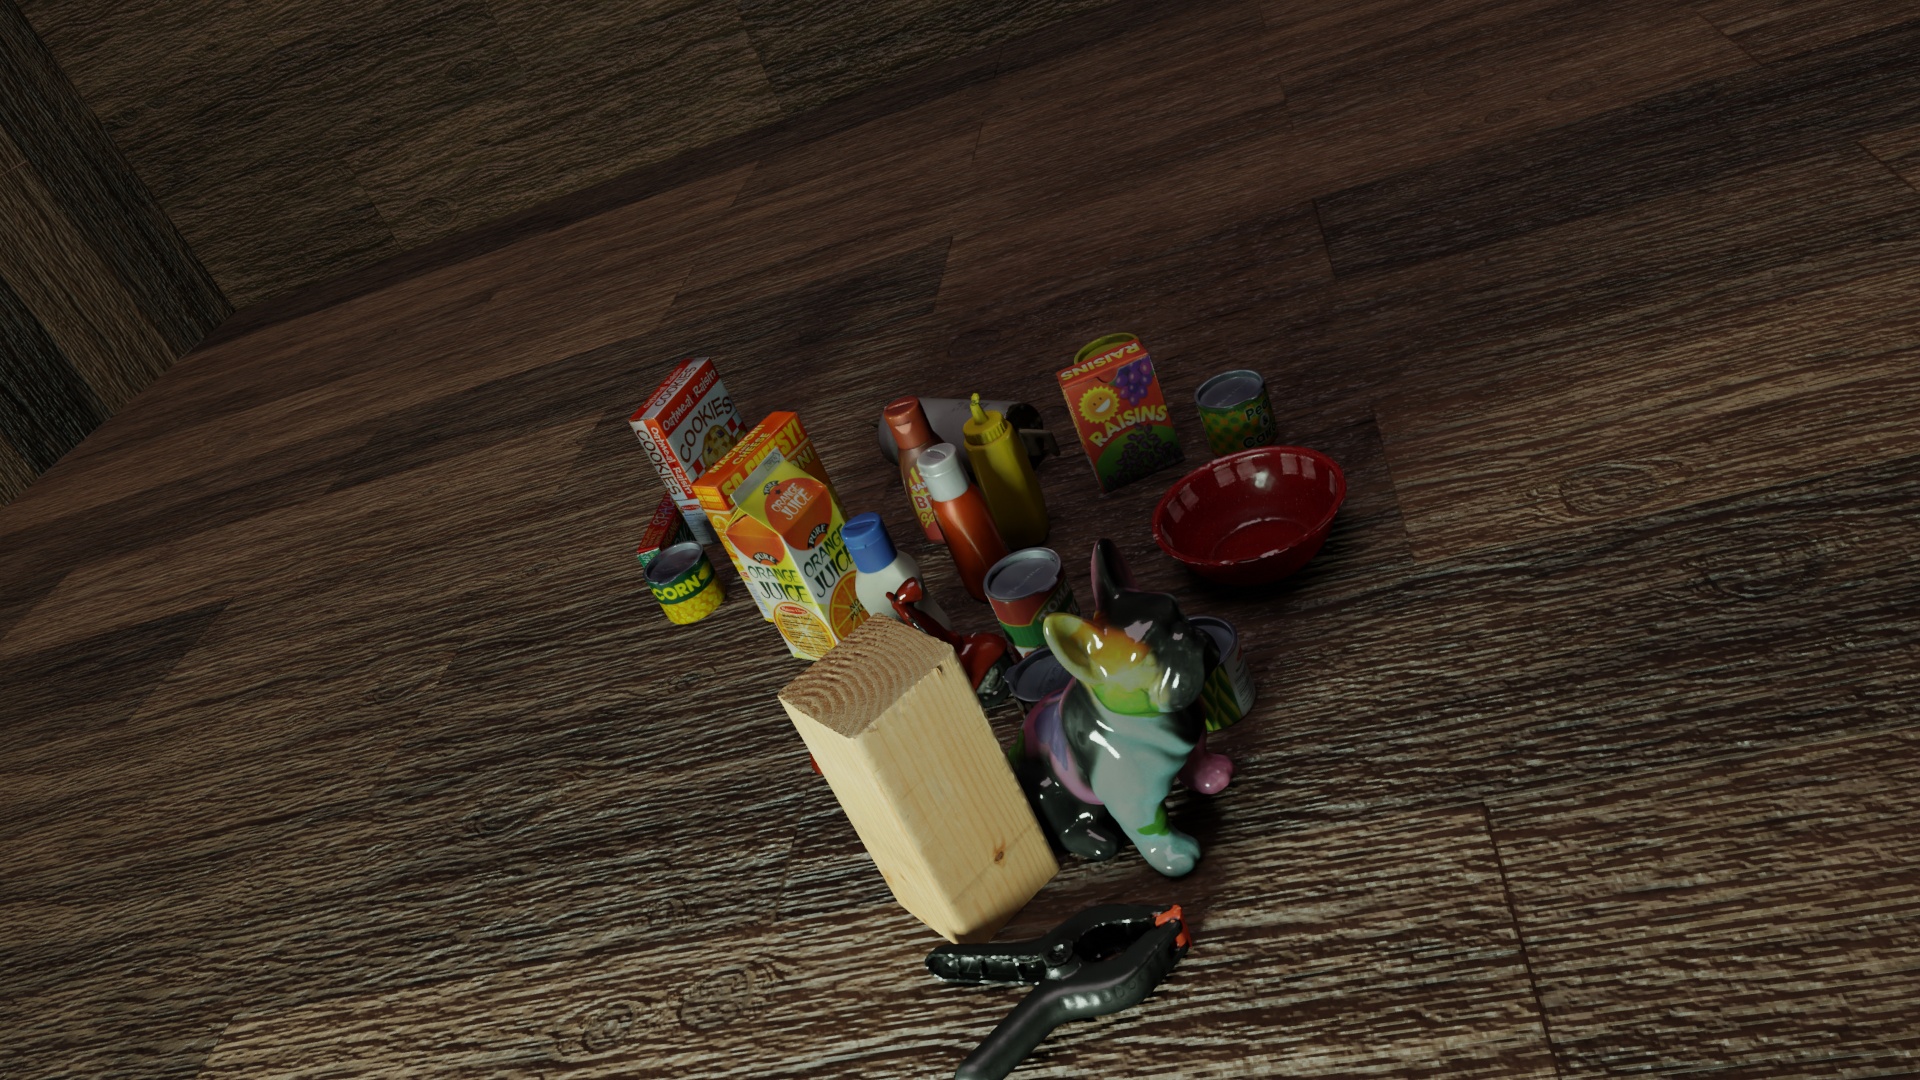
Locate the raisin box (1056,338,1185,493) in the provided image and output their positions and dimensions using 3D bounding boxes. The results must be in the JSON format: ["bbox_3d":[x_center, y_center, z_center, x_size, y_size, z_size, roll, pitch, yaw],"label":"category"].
[{"bbox_3d":[0.150,-0.116,1.303,0.086,0.123,0.040,-22,31,3],"label":"raisin box"}]

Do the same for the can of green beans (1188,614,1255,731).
[{"bbox_3d":[0.178,0.098,1.021,0.071,0.057,0.071,-17,32,11],"label":"can of green beans"}]

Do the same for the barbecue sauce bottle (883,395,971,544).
[{"bbox_3d":[-0.029,-0.067,1.326,0.065,0.148,0.044,-14,32,17],"label":"barbecue sauce bottle"}]

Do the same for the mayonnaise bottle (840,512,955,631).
[{"bbox_3d":[-0.056,0.044,1.174,0.064,0.147,0.041,-11,33,21],"label":"mayonnaise bottle"}]

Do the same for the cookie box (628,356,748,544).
[{"bbox_3d":[-0.284,-0.099,1.529,0.040,0.166,0.123,-5,36,29],"label":"cookie box"}]

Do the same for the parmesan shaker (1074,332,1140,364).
[{"bbox_3d":[0.157,-0.140,1.354,0.071,0.102,0.072,-17,31,11],"label":"parmesan shaker"}]

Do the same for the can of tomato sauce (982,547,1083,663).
[{"bbox_3d":[0.065,0.059,1.133,0.071,0.082,0.071,-17,31,11],"label":"can of tomato sauce"}]

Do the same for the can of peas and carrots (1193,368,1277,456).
[{"bbox_3d":[0.259,-0.118,1.295,0.071,0.058,0.071,-17,32,11],"label":"can of peas and carrots"}]

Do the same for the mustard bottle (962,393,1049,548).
[{"bbox_3d":[0.037,-0.069,1.272,0.049,0.159,0.065,-16,32,14],"label":"mustard bottle"}]

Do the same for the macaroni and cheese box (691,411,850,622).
[{"bbox_3d":[-0.174,-0.022,1.337,0.040,0.165,0.124,5,41,39],"label":"macaroni and cheese box"}]

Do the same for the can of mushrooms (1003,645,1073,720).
[{"bbox_3d":[0.072,0.115,1.091,0.071,0.033,0.071,-17,32,11],"label":"can of mushrooms"}]

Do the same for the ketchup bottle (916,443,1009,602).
[{"bbox_3d":[0.004,-0.015,1.223,0.044,0.148,0.065,-37,33,-20],"label":"ketchup bottle"}]

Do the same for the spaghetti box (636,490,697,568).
[{"bbox_3d":[-0.309,-0.041,1.571,0.028,0.050,0.251,-14,32,16],"label":"spaghetti box"}]

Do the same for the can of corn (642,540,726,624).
[{"bbox_3d":[-0.280,0.045,1.412,0.071,0.058,0.071,-17,32,11],"label":"can of corn"}]

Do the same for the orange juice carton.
[{"bbox_3d":[-0.143,0.014,1.235,0.073,0.192,0.072,3,40,38],"label":"orange juice carton"}]
